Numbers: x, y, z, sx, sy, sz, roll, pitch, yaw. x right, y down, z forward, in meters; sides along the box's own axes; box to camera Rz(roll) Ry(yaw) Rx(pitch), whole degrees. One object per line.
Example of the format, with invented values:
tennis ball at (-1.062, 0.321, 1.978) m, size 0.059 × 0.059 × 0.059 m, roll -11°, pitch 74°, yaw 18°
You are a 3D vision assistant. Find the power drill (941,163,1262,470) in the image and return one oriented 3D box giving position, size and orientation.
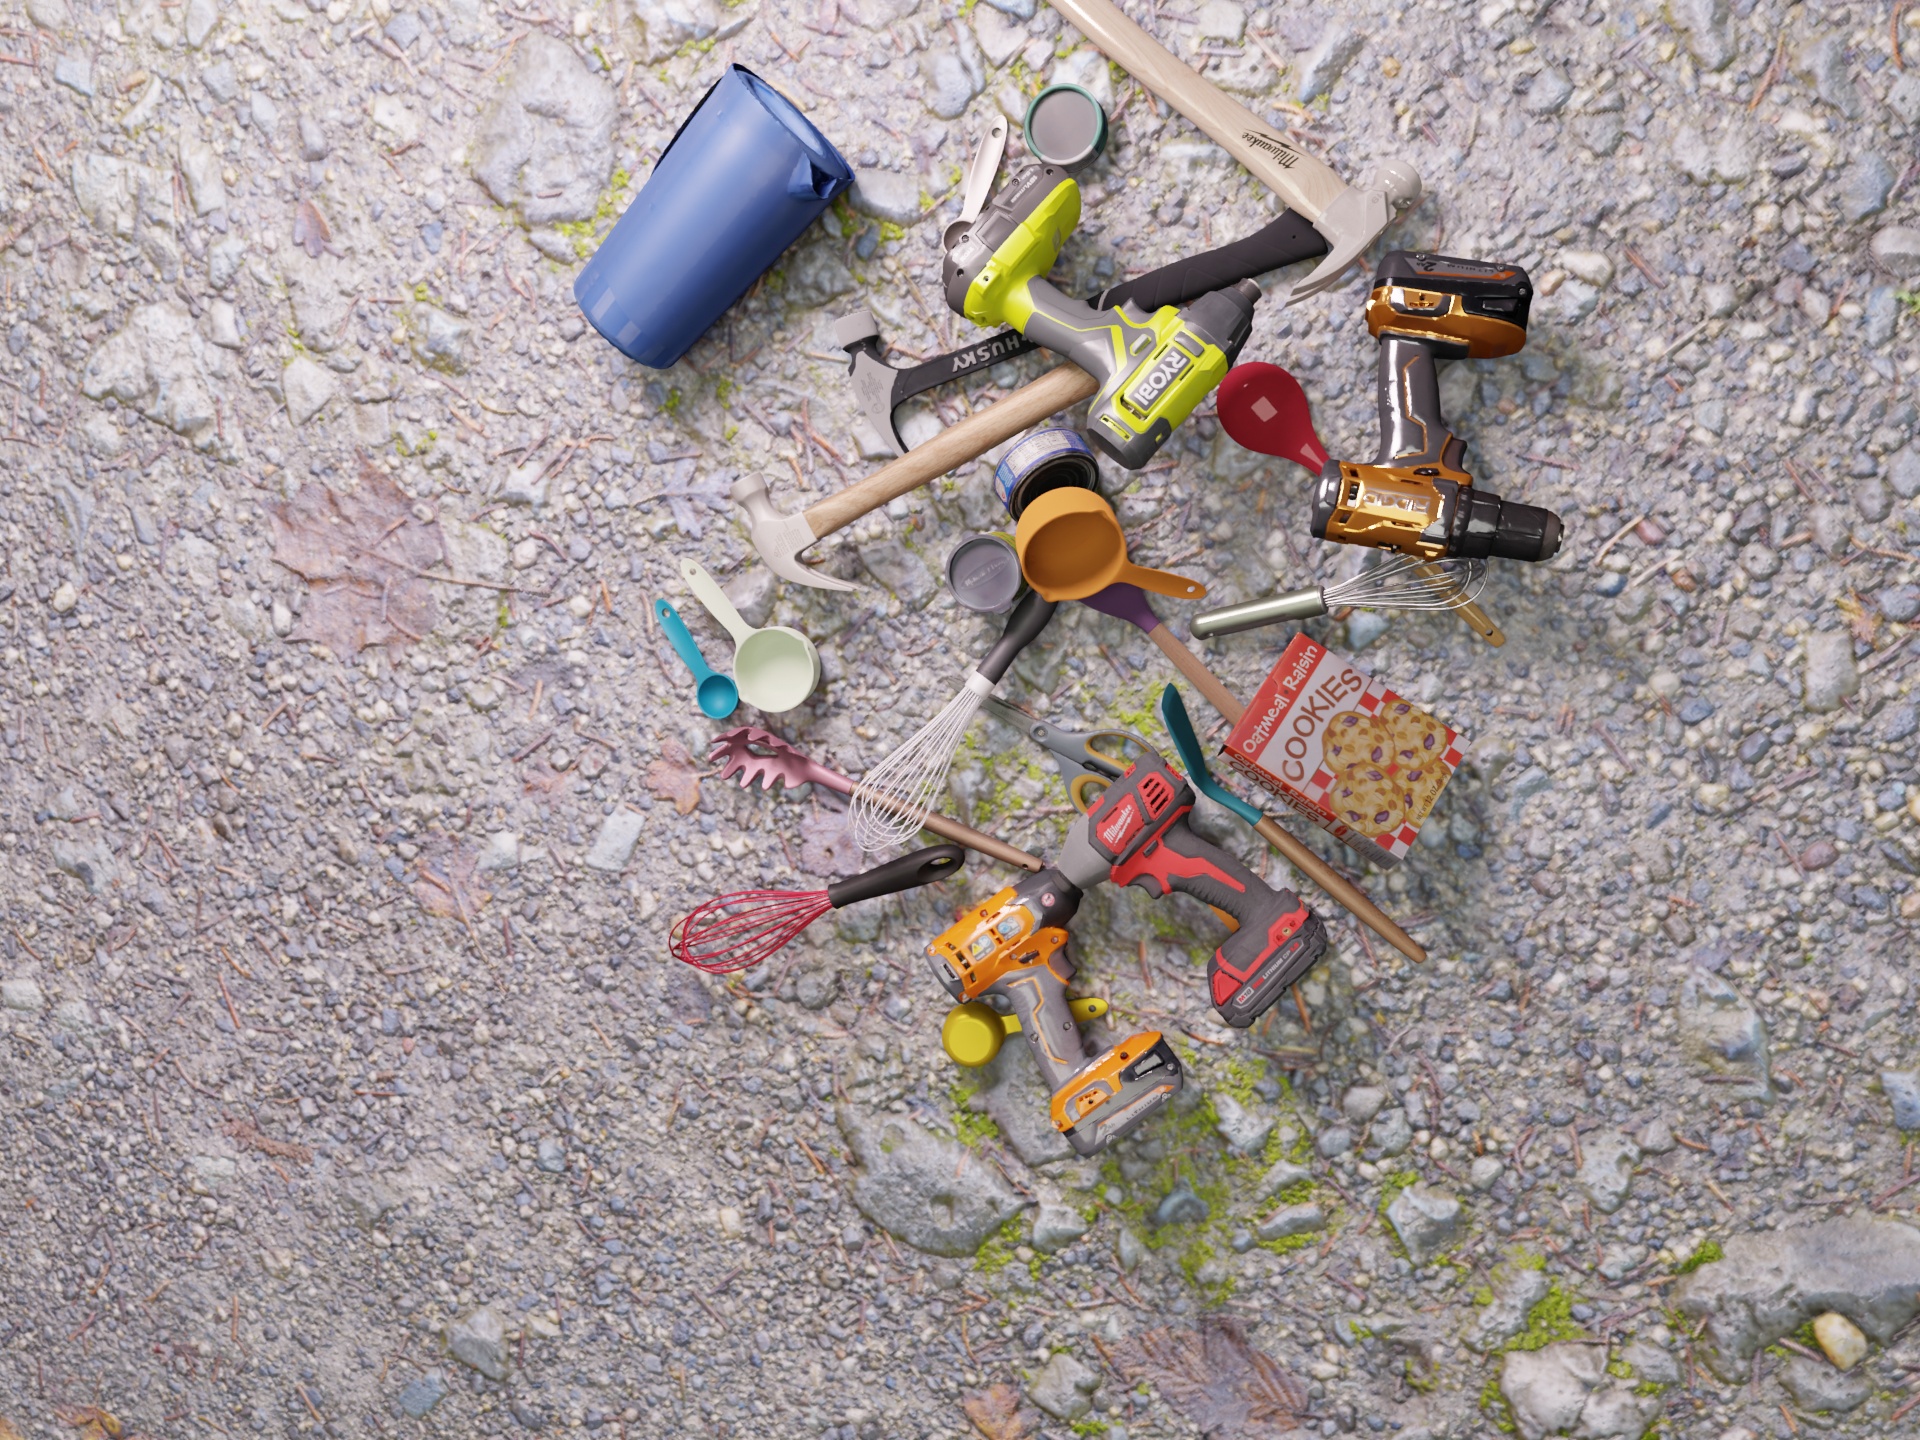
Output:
power drill at (0.111, -0.328, 1.254) m, size 0.223 × 0.080 × 0.171 m, roll 41°, pitch 89°, yaw 13°

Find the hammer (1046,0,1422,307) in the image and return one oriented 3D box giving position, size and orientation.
hammer at (0.163, -0.501, 1.259) m, size 0.411 × 0.038 × 0.146 m, roll 42°, pitch 78°, yaw 7°

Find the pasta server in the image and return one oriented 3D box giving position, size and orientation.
pasta server at (-0.076, 0.076, 1.430) m, size 0.316 × 0.040 × 0.060 m, roll 22°, pitch 129°, yaw 7°

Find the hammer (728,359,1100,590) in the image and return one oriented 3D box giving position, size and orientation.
hammer at (-0.028, -0.215, 1.341) m, size 0.331 × 0.031 × 0.130 m, roll -26°, pitch 96°, yaw 15°

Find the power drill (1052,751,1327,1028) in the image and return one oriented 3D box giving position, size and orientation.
power drill at (0.190, 0.148, 1.346) m, size 0.219 × 0.078 × 0.143 m, roll 44°, pitch 98°, yaw 2°

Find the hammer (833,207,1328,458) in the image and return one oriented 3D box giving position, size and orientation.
hammer at (0.102, -0.331, 1.324) m, size 0.409 × 0.036 × 0.149 m, roll -17°, pitch 96°, yaw 15°

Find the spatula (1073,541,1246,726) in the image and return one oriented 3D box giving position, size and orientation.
spatula at (0.181, -0.058, 1.356) m, size 0.316 × 0.018 × 0.059 m, roll 46°, pitch 109°, yaw 5°

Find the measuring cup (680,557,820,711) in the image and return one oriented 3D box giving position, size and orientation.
measuring cup at (-0.192, -0.082, 1.433) m, size 0.083 × 0.038 × 0.167 m, roll -41°, pitch 86°, yaw 16°

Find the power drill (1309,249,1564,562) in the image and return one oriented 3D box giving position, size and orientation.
power drill at (0.380, -0.231, 1.219) m, size 0.185 × 0.084 × 0.226 m, roll 12°, pitch 84°, yaw 13°

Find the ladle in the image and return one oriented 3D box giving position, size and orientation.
ladle at (0.330, -0.173, 1.300) m, size 0.315 × 0.031 × 0.069 m, roll 45°, pitch 108°, yaw 1°

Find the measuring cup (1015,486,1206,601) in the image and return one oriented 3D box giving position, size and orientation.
measuring cup at (0.126, -0.140, 1.327) m, size 0.173 × 0.052 × 0.095 m, roll 14°, pitch 126°, yaw -24°

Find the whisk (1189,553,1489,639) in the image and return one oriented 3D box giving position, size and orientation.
whisk at (0.304, -0.099, 1.295) m, size 0.246 × 0.057 × 0.059 m, roll -12°, pitch 77°, yaw 26°

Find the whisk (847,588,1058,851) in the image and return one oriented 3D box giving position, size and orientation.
whisk at (-0.002, -0.004, 1.372) m, size 0.070 × 0.070 × 0.284 m, roll 37°, pitch 92°, yaw 5°

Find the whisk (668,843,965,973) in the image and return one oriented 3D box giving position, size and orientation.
whisk at (-0.132, 0.166, 1.443) m, size 0.296 × 0.073 × 0.073 m, roll -20°, pitch 94°, yaw 13°

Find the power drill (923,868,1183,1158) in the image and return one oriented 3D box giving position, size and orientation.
power drill at (0.096, 0.244, 1.387) m, size 0.164 × 0.084 × 0.226 m, roll -37°, pitch 83°, yaw -1°

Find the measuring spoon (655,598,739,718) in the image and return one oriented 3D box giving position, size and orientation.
measuring spoon at (-0.242, -0.058, 1.462) m, size 0.042 × 0.021 × 0.129 m, roll -36°, pitch 80°, yaw 17°

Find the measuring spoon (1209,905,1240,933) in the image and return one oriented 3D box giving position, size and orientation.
measuring spoon at (0.226, 0.161, 1.384) m, size 0.117 × 0.011 × 0.021 m, roll 46°, pitch 106°, yaw 3°

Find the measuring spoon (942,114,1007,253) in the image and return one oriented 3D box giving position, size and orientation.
measuring spoon at (0.017, -0.447, 1.339) m, size 0.034 × 0.018 × 0.124 m, roll 20°, pitch 96°, yaw 10°

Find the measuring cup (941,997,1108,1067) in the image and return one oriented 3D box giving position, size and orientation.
measuring cup at (0.057, 0.275, 1.434) m, size 0.156 × 0.029 × 0.062 m, roll -15°, pitch 95°, yaw 14°

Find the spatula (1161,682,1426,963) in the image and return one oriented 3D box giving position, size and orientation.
spatula at (0.278, 0.094, 1.342) m, size 0.317 × 0.082 × 0.044 m, roll 40°, pitch 112°, yaw -2°
